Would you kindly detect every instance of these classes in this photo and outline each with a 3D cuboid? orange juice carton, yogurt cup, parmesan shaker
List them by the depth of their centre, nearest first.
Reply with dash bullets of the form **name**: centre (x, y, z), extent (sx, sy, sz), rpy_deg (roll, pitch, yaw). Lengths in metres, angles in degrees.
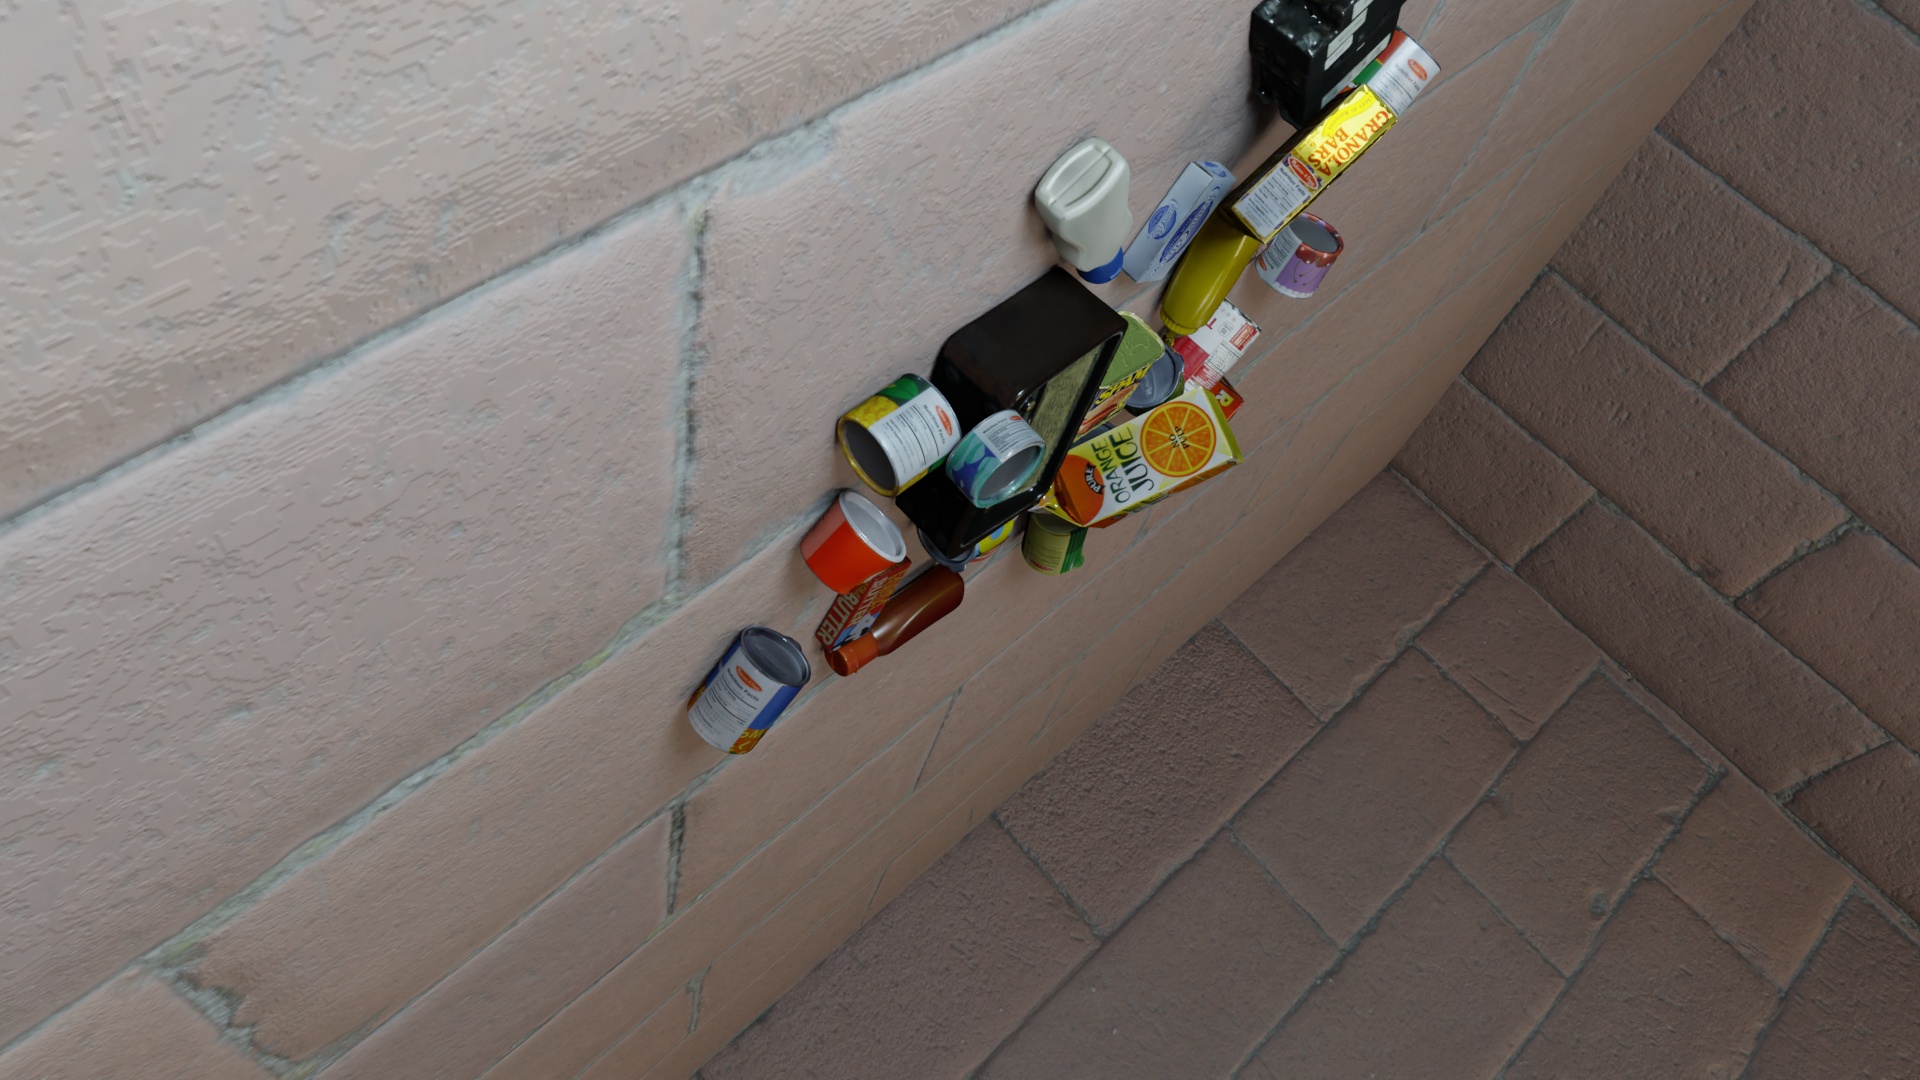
- **yogurt cup**: centre (-0.083, 0.004, 1.044), extent (0.054, 0.072, 0.072), rpy_deg (-41, 166, 17)
- **orange juice carton**: centre (0.156, -0.066, 1.285), extent (0.192, 0.073, 0.072), rpy_deg (-26, 171, 17)
- **parmesan shaker**: centre (0.104, -0.012, 1.460), extent (0.071, 0.071, 0.102), rpy_deg (-39, 163, -18)

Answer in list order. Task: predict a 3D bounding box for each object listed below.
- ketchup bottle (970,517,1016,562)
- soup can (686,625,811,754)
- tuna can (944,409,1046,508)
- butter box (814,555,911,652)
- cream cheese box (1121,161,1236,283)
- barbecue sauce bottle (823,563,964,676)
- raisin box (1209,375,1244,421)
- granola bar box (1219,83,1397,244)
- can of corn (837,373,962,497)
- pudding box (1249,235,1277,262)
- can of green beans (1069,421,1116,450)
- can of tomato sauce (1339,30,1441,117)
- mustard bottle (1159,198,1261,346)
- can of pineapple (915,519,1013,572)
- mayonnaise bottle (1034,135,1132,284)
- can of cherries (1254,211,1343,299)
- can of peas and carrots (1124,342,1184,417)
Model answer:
- **ketchup bottle**: centre (0.043, -0.046, 1.269), extent (0.065, 0.043, 0.148), rpy_deg (-27, 156, -54)
- **soup can**: centre (-0.169, 0.120, 1.115), extent (0.083, 0.071, 0.071), rpy_deg (-50, 163, 22)
- **tuna can**: centre (0.024, -0.054, 0.956), extent (0.071, 0.033, 0.070), rpy_deg (-36, 161, -15)
- **butter box**: centre (-0.086, 0.052, 1.229), extent (0.053, 0.024, 0.103), rpy_deg (-27, 157, -49)
- **cream cheese box**: centre (0.171, -0.253, 1.101), extent (0.103, 0.024, 0.053), rpy_deg (-54, 164, 30)
- **barbecue sauce bottle**: centre (-0.063, 0.077, 1.320), extent (0.149, 0.044, 0.064), rpy_deg (-33, 161, -34)
- **raisin box**: centre (0.238, -0.138, 1.430), extent (0.086, 0.040, 0.124), rpy_deg (-48, -165, 15)
- **granola bar box**: centre (0.258, -0.283, 1.051), extent (0.124, 0.039, 0.166), rpy_deg (-43, -174, 15)
- **can of corn**: centre (-0.043, -0.071, 0.949), extent (0.058, 0.071, 0.070), rpy_deg (-36, 162, -25)
- **pudding box**: centre (0.266, -0.286, 1.242), extent (0.050, 0.030, 0.083), rpy_deg (-40, 164, -21)
- **can of green beans**: centre (0.135, -0.083, 1.365), extent (0.071, 0.071, 0.058), rpy_deg (-47, 164, 8)
- **can of tomato sauce**: centre (0.338, -0.374, 1.139), extent (0.083, 0.071, 0.071), rpy_deg (-49, 164, 18)
- **mustard bottle**: centre (0.212, -0.228, 1.222), extent (0.065, 0.049, 0.159), rpy_deg (-38, 164, -41)
- **can of pineapple**: centre (0.004, -0.015, 1.205), extent (0.058, 0.071, 0.070), rpy_deg (-27, 157, -48)
- **mayonnaise bottle**: centre (0.089, -0.218, 0.951), extent (0.065, 0.041, 0.148), rpy_deg (-43, 166, 0)
- **can of cherries**: centre (0.334, -0.280, 1.360), extent (0.072, 0.071, 0.058), rpy_deg (-30, 158, -42)
- **can of peas and carrots**: centre (0.176, -0.151, 1.292), extent (0.071, 0.071, 0.058), rpy_deg (-46, 165, 5)
